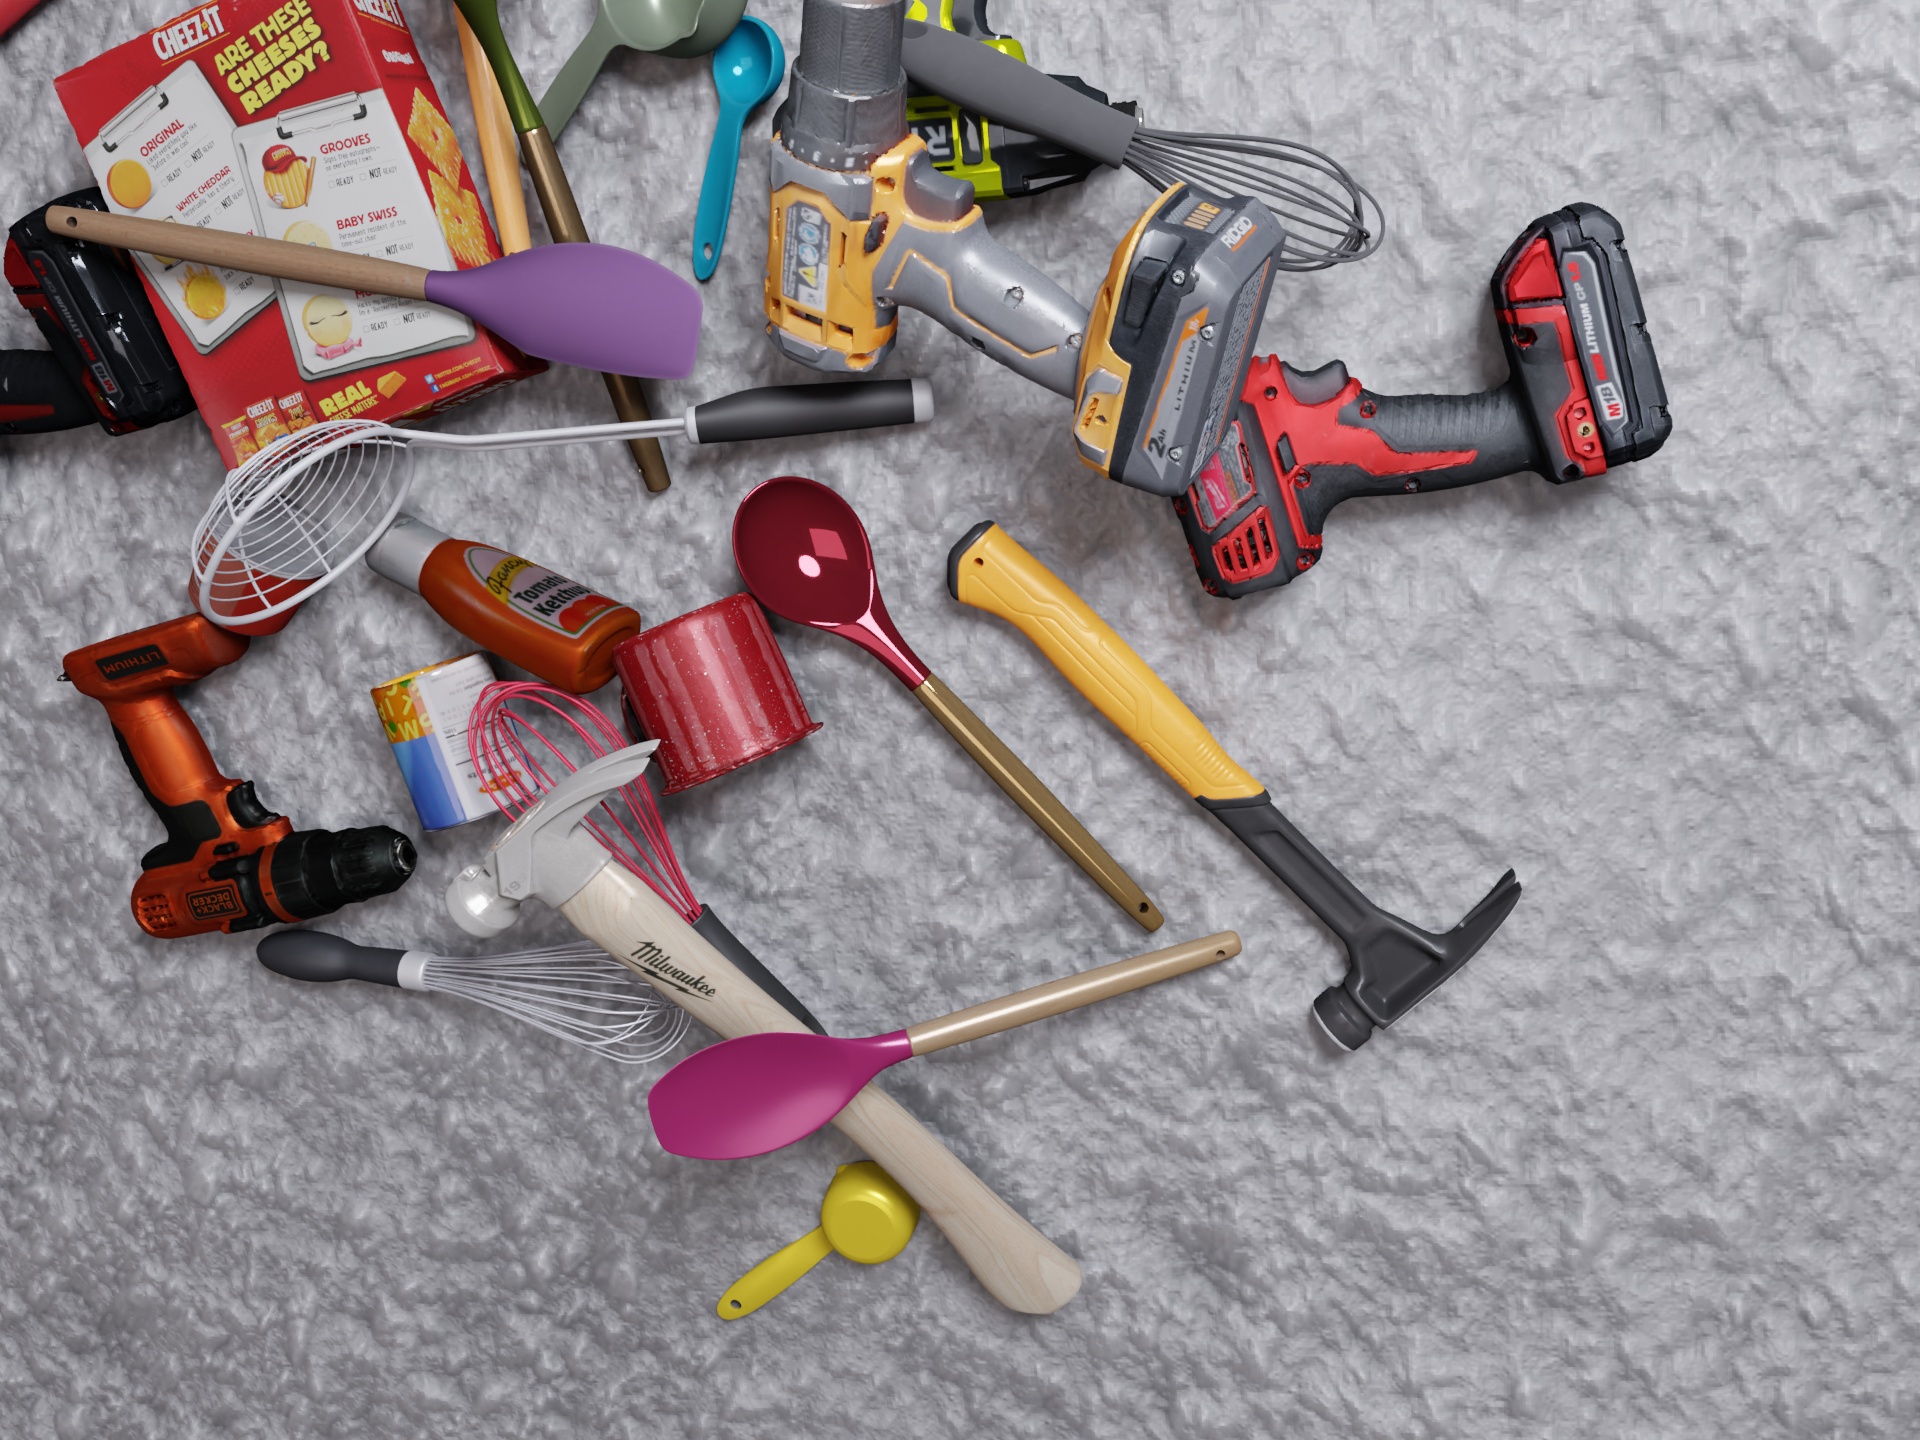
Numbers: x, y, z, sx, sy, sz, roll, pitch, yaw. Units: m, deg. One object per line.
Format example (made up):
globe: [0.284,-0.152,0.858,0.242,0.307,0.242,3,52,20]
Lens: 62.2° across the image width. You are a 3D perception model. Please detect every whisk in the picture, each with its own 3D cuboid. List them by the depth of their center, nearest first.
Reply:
whisk: [0.073,-0.255,0.694,0.239,0.055,0.055,23,108,0]
whisk: [-0.159,0.093,0.869,0.073,0.073,0.295,-33,107,17]
whisk: [-0.285,0.150,0.922,0.284,0.070,0.070,4,106,15]

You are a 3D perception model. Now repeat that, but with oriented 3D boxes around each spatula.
spatula: [-0.281,-0.216,0.766,0.316,0.018,0.060,9,99,-1]
spatula: [-0.242,-0.381,0.785,0.081,0.041,0.322,-3,107,13]

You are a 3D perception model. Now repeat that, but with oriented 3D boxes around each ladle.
ladle: [-0.191,-0.267,0.782,0.078,0.062,0.320,17,131,49]
ladle: [-0.001,-0.003,0.839,0.069,0.031,0.315,-45,96,-8]

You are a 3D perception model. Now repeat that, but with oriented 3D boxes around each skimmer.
skimmer: [-0.191,-0.112,0.790,0.363,0.127,0.090,-7,83,-3]

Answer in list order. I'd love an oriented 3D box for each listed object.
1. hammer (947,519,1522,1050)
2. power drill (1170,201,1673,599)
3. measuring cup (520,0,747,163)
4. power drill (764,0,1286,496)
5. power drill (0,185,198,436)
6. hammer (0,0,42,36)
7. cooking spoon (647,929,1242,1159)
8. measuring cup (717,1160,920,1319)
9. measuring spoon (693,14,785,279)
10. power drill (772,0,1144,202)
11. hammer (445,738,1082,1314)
hammer: [0.128,0.017,0.816,0.337,0.034,0.127,43,109,-2]
power drill: [0.197,-0.153,0.738,0.219,0.078,0.143,-17,101,18]
measuring cup: [-0.162,-0.332,0.782,0.167,0.038,0.083,-38,76,35]
power drill: [0.018,-0.211,0.679,0.226,0.084,0.185,25,137,15]
power drill: [-0.528,-0.214,0.845,0.227,0.080,0.187,-13,116,17]
hammer: [-0.483,-0.410,0.819,0.386,0.038,0.143,-29,96,17]
cooking spoon: [-0.002,0.159,0.820,0.319,0.017,0.068,-15,110,-11]
measuring cup: [-0.091,0.319,0.940,0.156,0.029,0.062,-39,95,16]
measuring spoon: [-0.111,-0.283,0.794,0.042,0.021,0.128,33,120,29]
power drill: [-0.006,-0.352,0.725,0.171,0.080,0.223,-1,108,12]
hammer: [-0.073,0.182,0.849,0.146,0.038,0.410,-38,109,24]
